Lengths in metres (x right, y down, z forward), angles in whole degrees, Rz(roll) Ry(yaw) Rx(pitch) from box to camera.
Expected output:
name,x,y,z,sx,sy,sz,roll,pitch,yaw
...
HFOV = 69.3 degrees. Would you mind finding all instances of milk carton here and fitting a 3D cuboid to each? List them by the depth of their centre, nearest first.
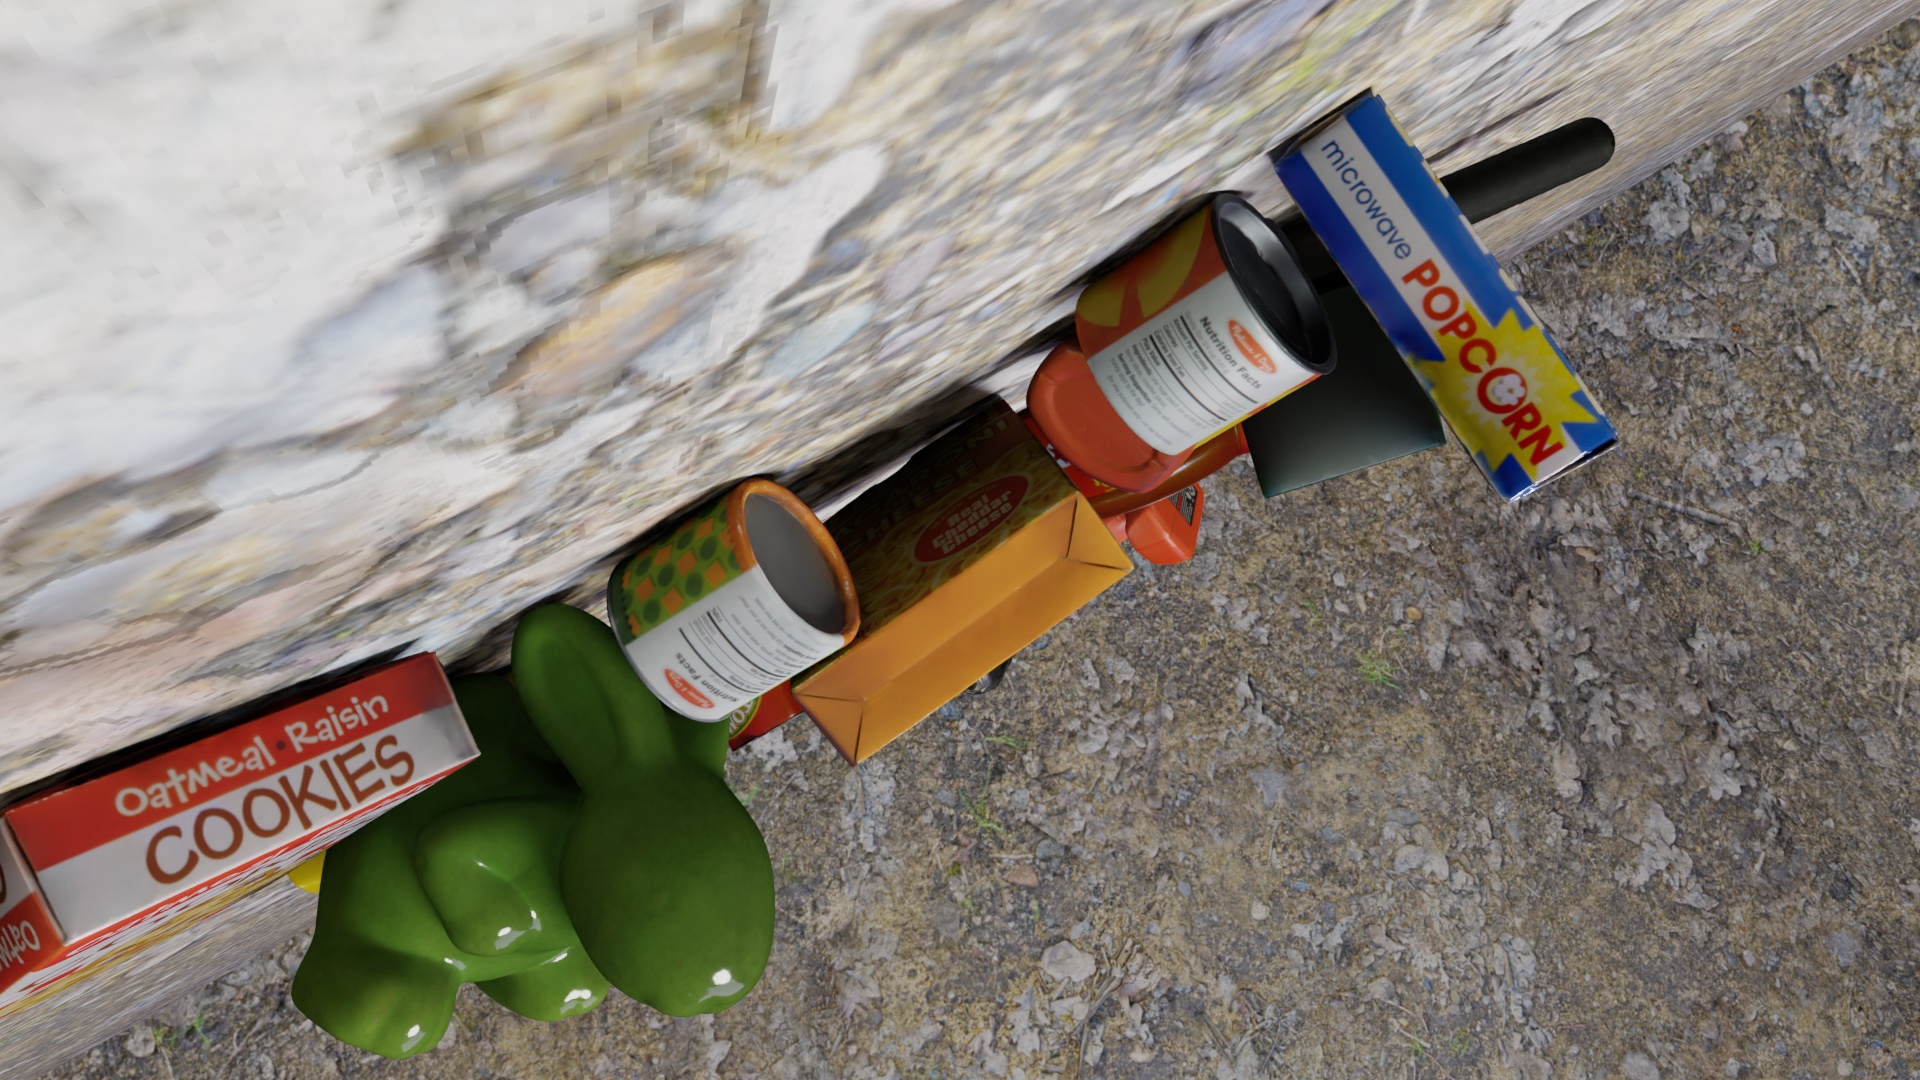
name,x,y,z,sx,sy,sz,roll,pitch,yaw
milk carton,0.171,-0.070,0.621,0.073,0.072,0.191,-18,-178,20

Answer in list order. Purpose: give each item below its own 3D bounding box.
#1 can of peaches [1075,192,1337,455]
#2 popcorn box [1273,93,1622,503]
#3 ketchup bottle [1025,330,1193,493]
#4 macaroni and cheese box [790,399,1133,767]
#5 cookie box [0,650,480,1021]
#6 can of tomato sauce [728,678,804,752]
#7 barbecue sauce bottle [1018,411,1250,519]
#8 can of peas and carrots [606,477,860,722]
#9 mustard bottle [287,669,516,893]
name,x,y,z,sx,sy,sz,roll,pitch,yaw
can of peaches,0.080,-0.070,0.453,0.058,0.071,0.071,-32,177,33
popcorn box,0.153,-0.076,0.444,0.038,0.127,0.085,-35,176,17
ketchup bottle,0.078,-0.067,0.566,0.043,0.065,0.149,-54,174,29
macaroni and cheese box,-0.010,0.006,0.557,0.123,0.040,0.167,-35,-161,4
cookie box,-0.244,0.096,0.423,0.167,0.040,0.123,-30,178,36
can of tomato sauce,-0.155,0.101,0.997,0.071,0.083,0.071,-29,177,-2
barbecue sauce bottle,0.103,-0.052,0.718,0.148,0.065,0.043,-15,162,4
can of peas and carrots,-0.077,0.018,0.477,0.058,0.071,0.071,-31,177,19
mustard bottle,-0.209,0.091,0.594,0.160,0.049,0.065,-29,177,-13
